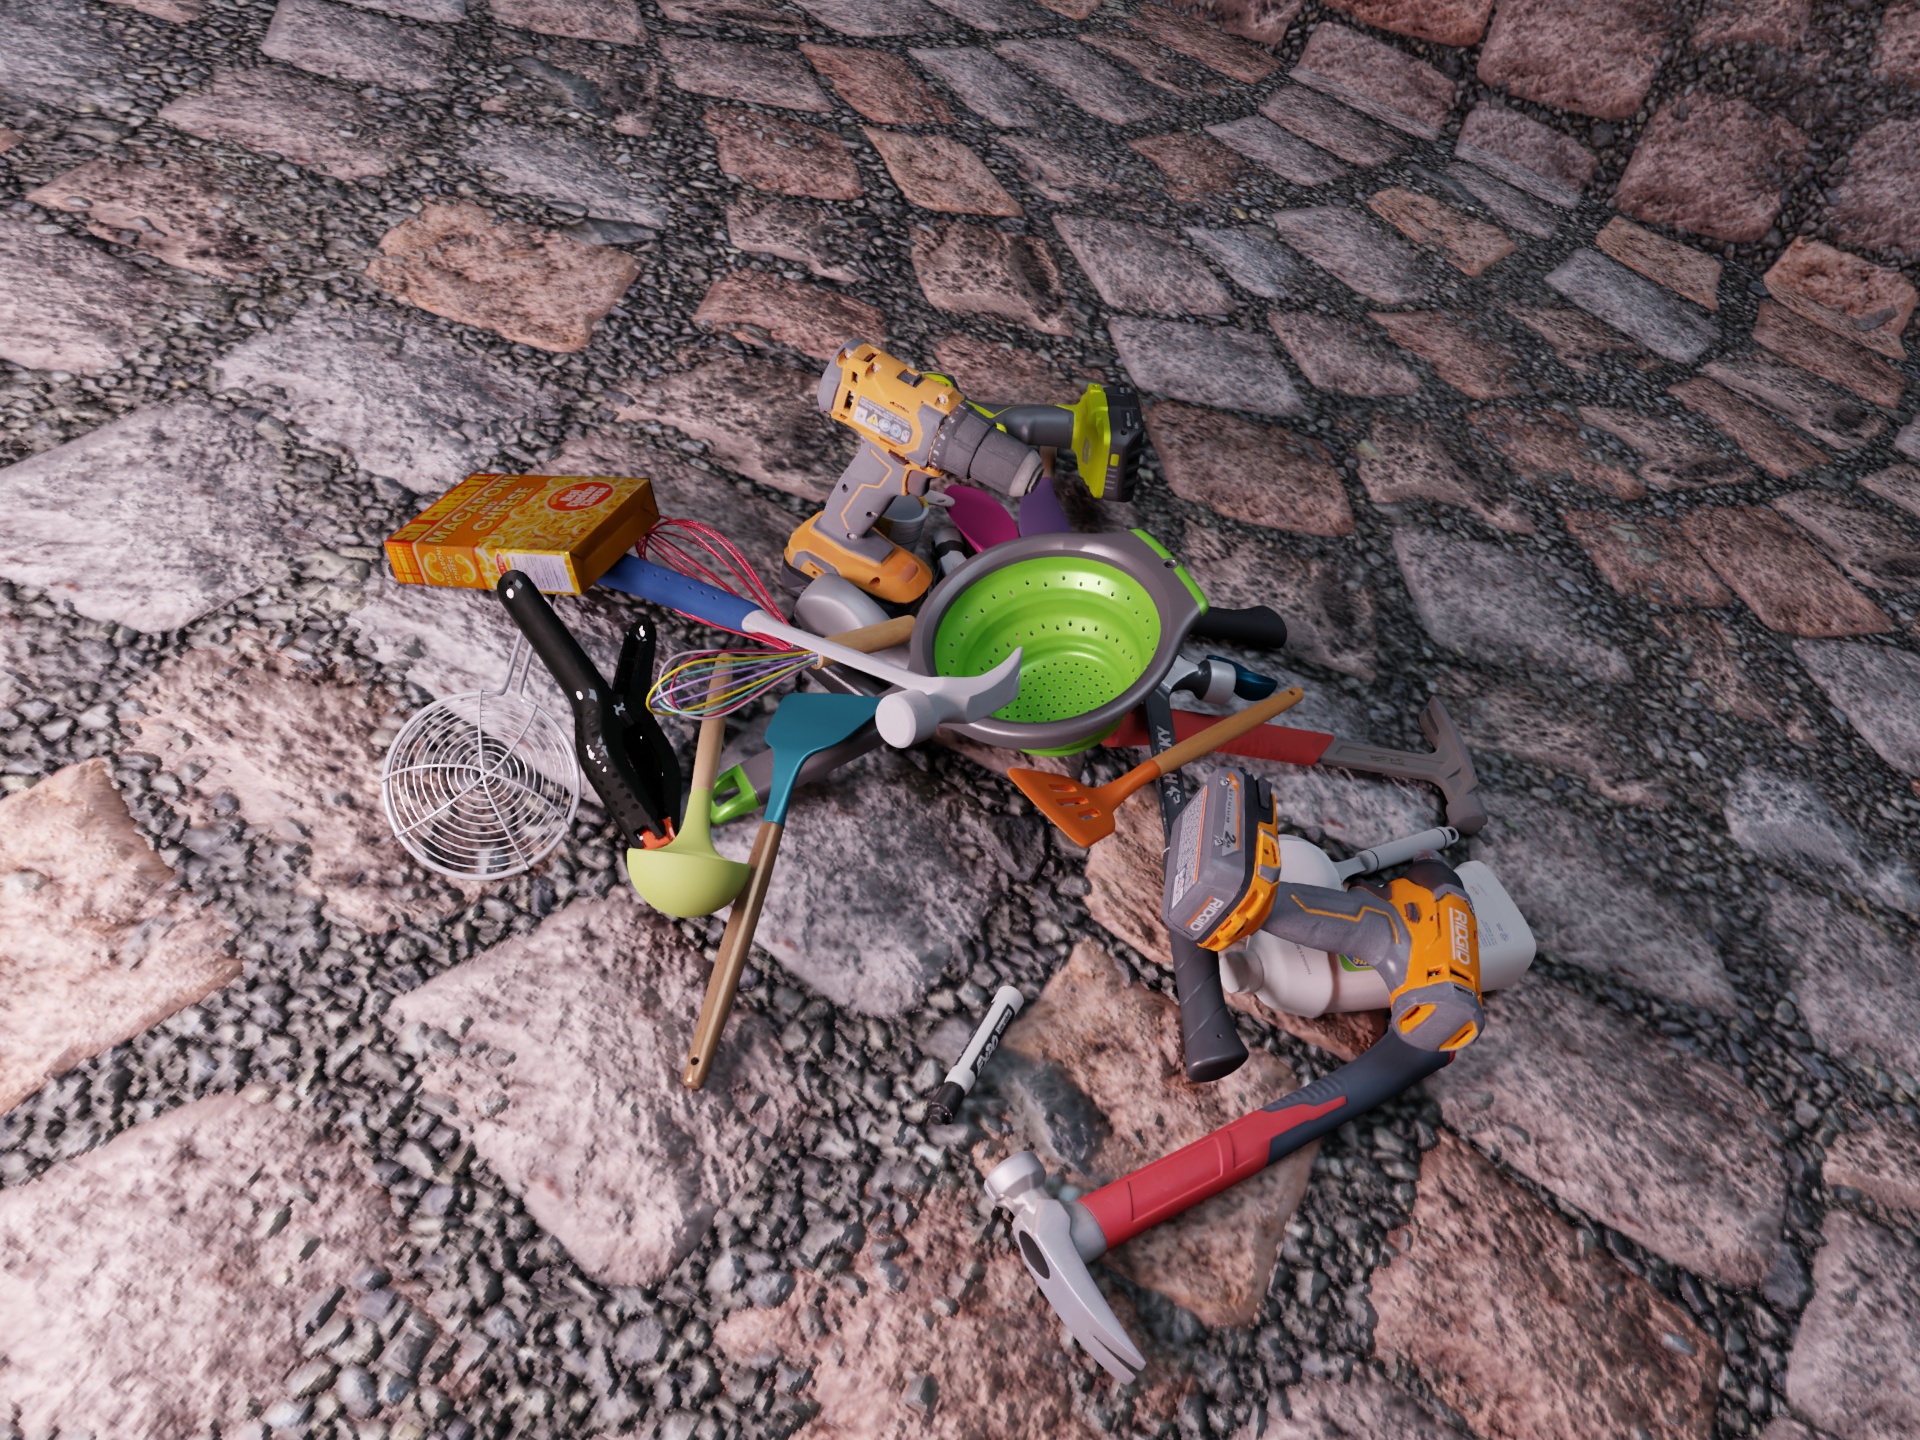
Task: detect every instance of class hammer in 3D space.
[{"bbox_3d":[0.141,-0.097,1.431,0.334,0.035,0.146,6,43,-18],"label":"hammer"},{"bbox_3d":[0.205,0.288,1.045,0.386,0.038,0.143,-15,54,-34],"label":"hammer"},{"bbox_3d":[-0.135,-0.068,1.138,0.406,0.035,0.144,21,26,36],"label":"hammer"},{"bbox_3d":[0.159,0.088,1.187,0.149,0.036,0.409,11,43,-12],"label":"hammer"},{"bbox_3d":[0.277,0.014,1.370,0.359,0.036,0.149,9,43,-15],"label":"hammer"}]

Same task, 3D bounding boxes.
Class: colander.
[{"bbox_3d":[-0.002,-0.004,1.197,0.397,0.094,0.205,-27,50,-9],"label":"colander"}]

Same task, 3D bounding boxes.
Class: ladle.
[{"bbox_3d":[-0.177,0.028,1.113,0.078,0.062,0.320,9,32,-8],"label":"ladle"}]

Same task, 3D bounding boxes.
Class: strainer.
[{"bbox_3d":[0.322,0.114,1.282,0.258,0.050,0.087,-11,66,-36],"label":"strainer"}]

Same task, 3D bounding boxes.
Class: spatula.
[{"bbox_3d":[0.086,-0.242,1.553,0.059,0.018,0.316,29,33,-15],"label":"spatula"},{"bbox_3d":[-0.128,0.099,1.064,0.082,0.044,0.318,4,57,17],"label":"spatula"},{"bbox_3d":[0.165,0.023,1.201,0.322,0.041,0.081,-24,58,-38],"label":"spatula"}]

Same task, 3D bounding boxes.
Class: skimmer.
[{"bbox_3d":[-0.327,-0.032,1.165,0.127,0.090,0.364,15,31,-15],"label":"skimmer"}]

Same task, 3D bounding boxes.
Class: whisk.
[{"bbox_3d":[-0.125,-0.045,1.180,0.245,0.047,0.051,-19,30,-38],"label":"whisk"},{"bbox_3d":[-0.145,-0.071,1.263,0.296,0.073,0.073,37,43,9],"label":"whisk"}]

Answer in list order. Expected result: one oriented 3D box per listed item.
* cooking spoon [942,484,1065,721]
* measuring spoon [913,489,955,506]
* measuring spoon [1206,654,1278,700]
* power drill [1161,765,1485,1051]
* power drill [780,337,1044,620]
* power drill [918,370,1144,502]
[{"bbox_3d":[0.041,-0.103,1.352,0.068,0.017,0.319,7,41,-24],"label":"cooking spoon"},{"bbox_3d":[-0.055,-0.203,1.443,0.124,0.018,0.034,18,41,33],"label":"measuring spoon"},{"bbox_3d":[0.239,-0.037,1.392,0.042,0.021,0.129,7,11,-12],"label":"measuring spoon"},{"bbox_3d":[0.262,0.121,1.120,0.226,0.084,0.164,25,42,-8],"label":"power drill"},{"bbox_3d":[-0.043,-0.174,1.287,0.185,0.226,0.084,29,41,7],"label":"power drill"},{"bbox_3d":[0.054,-0.265,1.495,0.223,0.080,0.171,4,34,-2],"label":"power drill"}]
